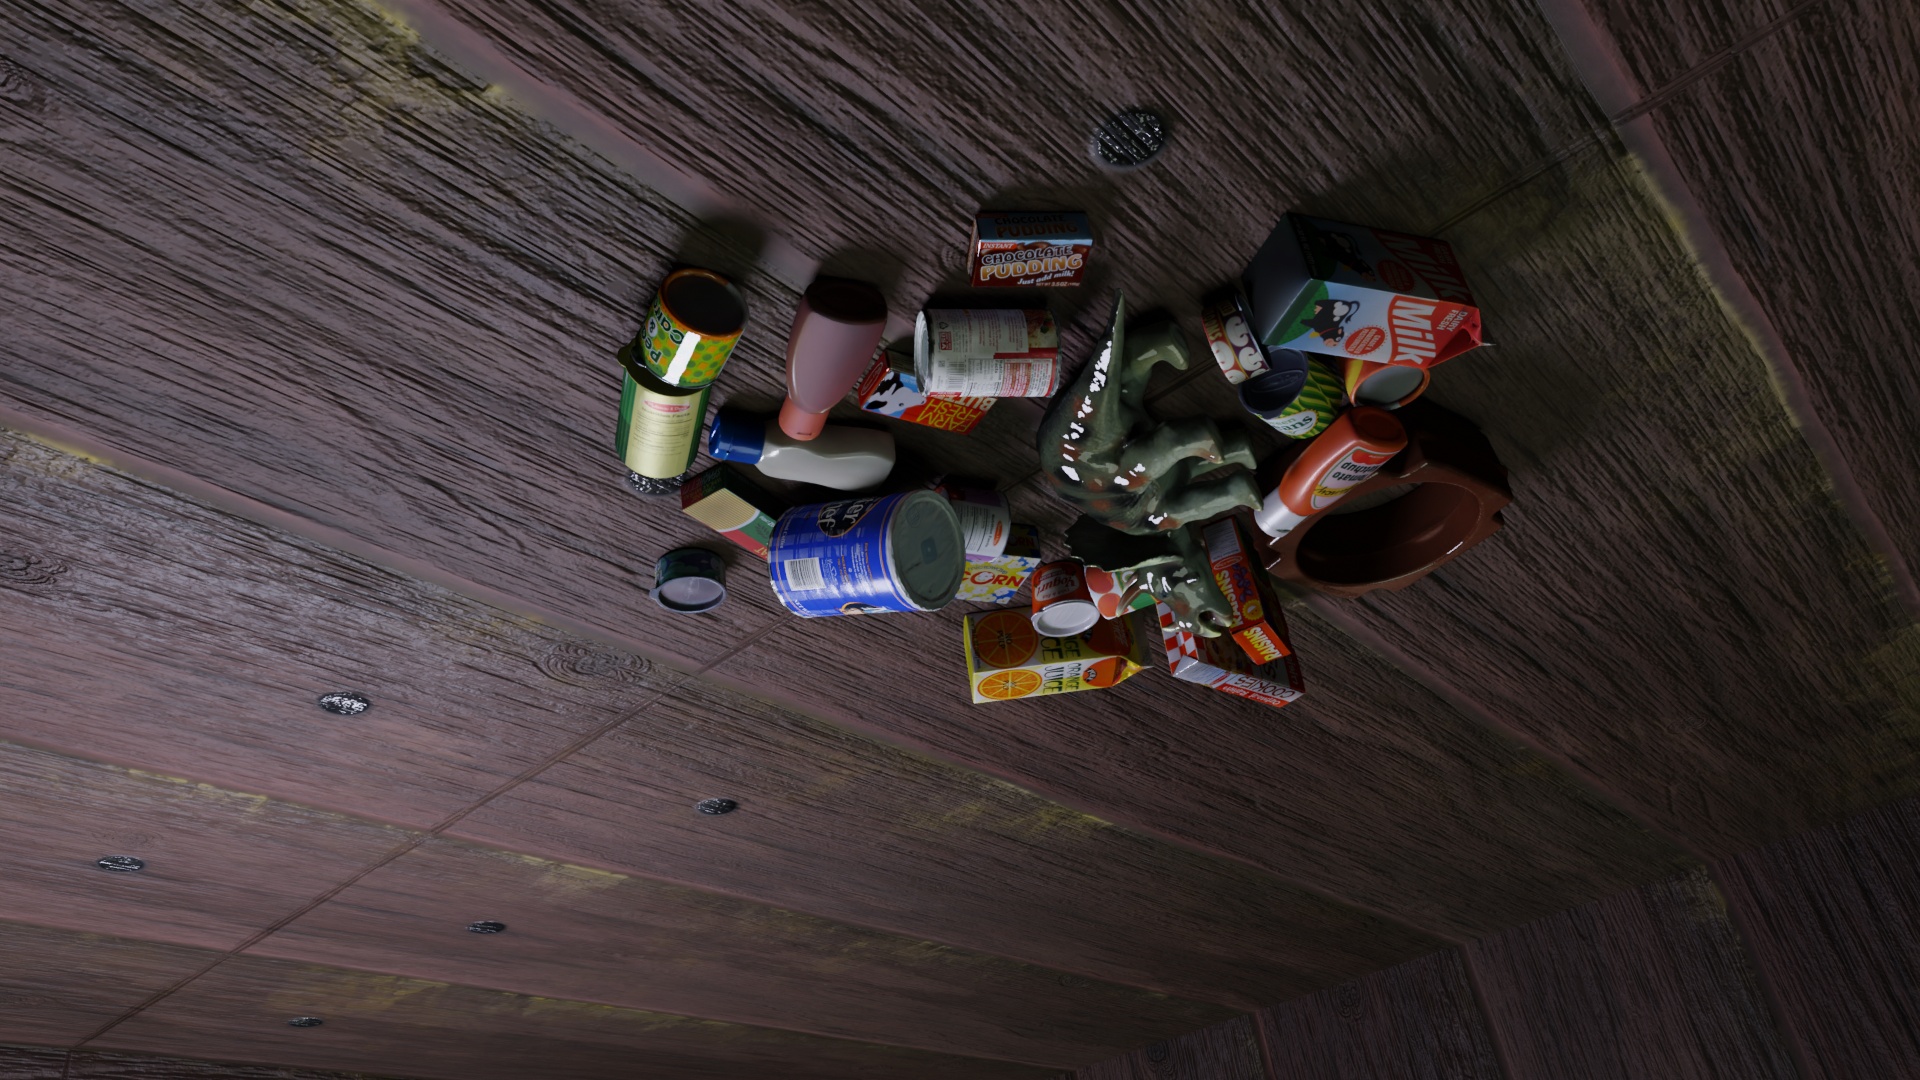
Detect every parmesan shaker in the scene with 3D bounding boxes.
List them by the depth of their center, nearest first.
[{"bbox_3d":[-0.229,-0.104,1.058,0.071,0.071,0.102,3,146,-18],"label":"parmesan shaker"}]

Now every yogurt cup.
[{"bbox_3d":[0.102,0.058,1.394,0.072,0.054,0.072,-7,147,-4],"label":"yogurt cup"}]

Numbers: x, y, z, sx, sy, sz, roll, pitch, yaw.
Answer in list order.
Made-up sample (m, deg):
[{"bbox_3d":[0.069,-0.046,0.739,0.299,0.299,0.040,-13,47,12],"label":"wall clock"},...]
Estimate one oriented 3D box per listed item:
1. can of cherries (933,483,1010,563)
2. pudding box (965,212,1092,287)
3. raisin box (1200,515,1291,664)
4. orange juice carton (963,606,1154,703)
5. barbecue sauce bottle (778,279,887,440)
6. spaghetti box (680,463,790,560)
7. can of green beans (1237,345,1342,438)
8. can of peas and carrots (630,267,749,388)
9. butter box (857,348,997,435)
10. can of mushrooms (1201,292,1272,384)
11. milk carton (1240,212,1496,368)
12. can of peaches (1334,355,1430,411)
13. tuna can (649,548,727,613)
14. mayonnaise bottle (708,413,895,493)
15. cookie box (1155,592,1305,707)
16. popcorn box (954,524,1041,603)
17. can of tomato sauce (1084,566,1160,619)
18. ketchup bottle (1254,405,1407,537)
[{"bbox_3d":[0.004,-0.016,1.251,0.058,0.072,0.071,7,143,-22],"label":"can of cherries"},{"bbox_3d":[0.049,-0.209,0.999,0.084,0.030,0.049,-2,145,-11],"label":"pudding box"},{"bbox_3d":[0.279,0.049,1.362,0.040,0.124,0.086,-23,145,19],"label":"raisin box"},{"bbox_3d":[0.103,0.114,1.463,0.193,0.072,0.072,-7,147,-3],"label":"orange juice carton"},{"bbox_3d":[-0.105,-0.134,1.063,0.065,0.044,0.147,5,145,-20],"label":"barbecue sauce bottle"},{"bbox_3d":[-0.152,0.003,1.272,0.050,0.029,0.249,-25,143,24],"label":"spaghetti box"},{"bbox_3d":[0.274,-0.124,1.151,0.071,0.071,0.058,-33,140,31],"label":"can of green beans"},{"bbox_3d":[-0.194,-0.152,0.992,0.071,0.071,0.058,11,141,-28],"label":"can of peas and carrots"},{"bbox_3d":[-0.026,-0.119,1.123,0.103,0.024,0.053,12,141,-29],"label":"butter box"},{"bbox_3d":[0.215,-0.159,1.085,0.033,0.071,0.071,-23,144,21],"label":"can of mushrooms"},{"bbox_3d":[0.321,-0.187,1.063,0.191,0.072,0.073,5,144,-20],"label":"milk carton"},{"bbox_3d":[0.345,-0.148,1.140,0.071,0.058,0.071,-6,147,-4],"label":"can of peaches"},{"bbox_3d":[-0.254,0.038,1.295,0.071,0.033,0.070,-7,147,-4],"label":"tuna can"},{"bbox_3d":[-0.132,-0.075,1.149,0.148,0.041,0.064,9,148,-24],"label":"mayonnaise bottle"},{"bbox_3d":[0.276,0.095,1.430,0.167,0.123,0.040,19,138,-35],"label":"cookie box"},{"bbox_3d":[0.002,0.018,1.324,0.127,0.038,0.084,7,143,-23],"label":"popcorn box"},{"bbox_3d":[0.171,0.033,1.363,0.083,0.071,0.071,-21,145,19],"label":"can of tomato sauce"},{"bbox_3d":[0.307,-0.056,1.179,0.065,0.044,0.148,2,148,-29],"label":"ketchup bottle"}]
